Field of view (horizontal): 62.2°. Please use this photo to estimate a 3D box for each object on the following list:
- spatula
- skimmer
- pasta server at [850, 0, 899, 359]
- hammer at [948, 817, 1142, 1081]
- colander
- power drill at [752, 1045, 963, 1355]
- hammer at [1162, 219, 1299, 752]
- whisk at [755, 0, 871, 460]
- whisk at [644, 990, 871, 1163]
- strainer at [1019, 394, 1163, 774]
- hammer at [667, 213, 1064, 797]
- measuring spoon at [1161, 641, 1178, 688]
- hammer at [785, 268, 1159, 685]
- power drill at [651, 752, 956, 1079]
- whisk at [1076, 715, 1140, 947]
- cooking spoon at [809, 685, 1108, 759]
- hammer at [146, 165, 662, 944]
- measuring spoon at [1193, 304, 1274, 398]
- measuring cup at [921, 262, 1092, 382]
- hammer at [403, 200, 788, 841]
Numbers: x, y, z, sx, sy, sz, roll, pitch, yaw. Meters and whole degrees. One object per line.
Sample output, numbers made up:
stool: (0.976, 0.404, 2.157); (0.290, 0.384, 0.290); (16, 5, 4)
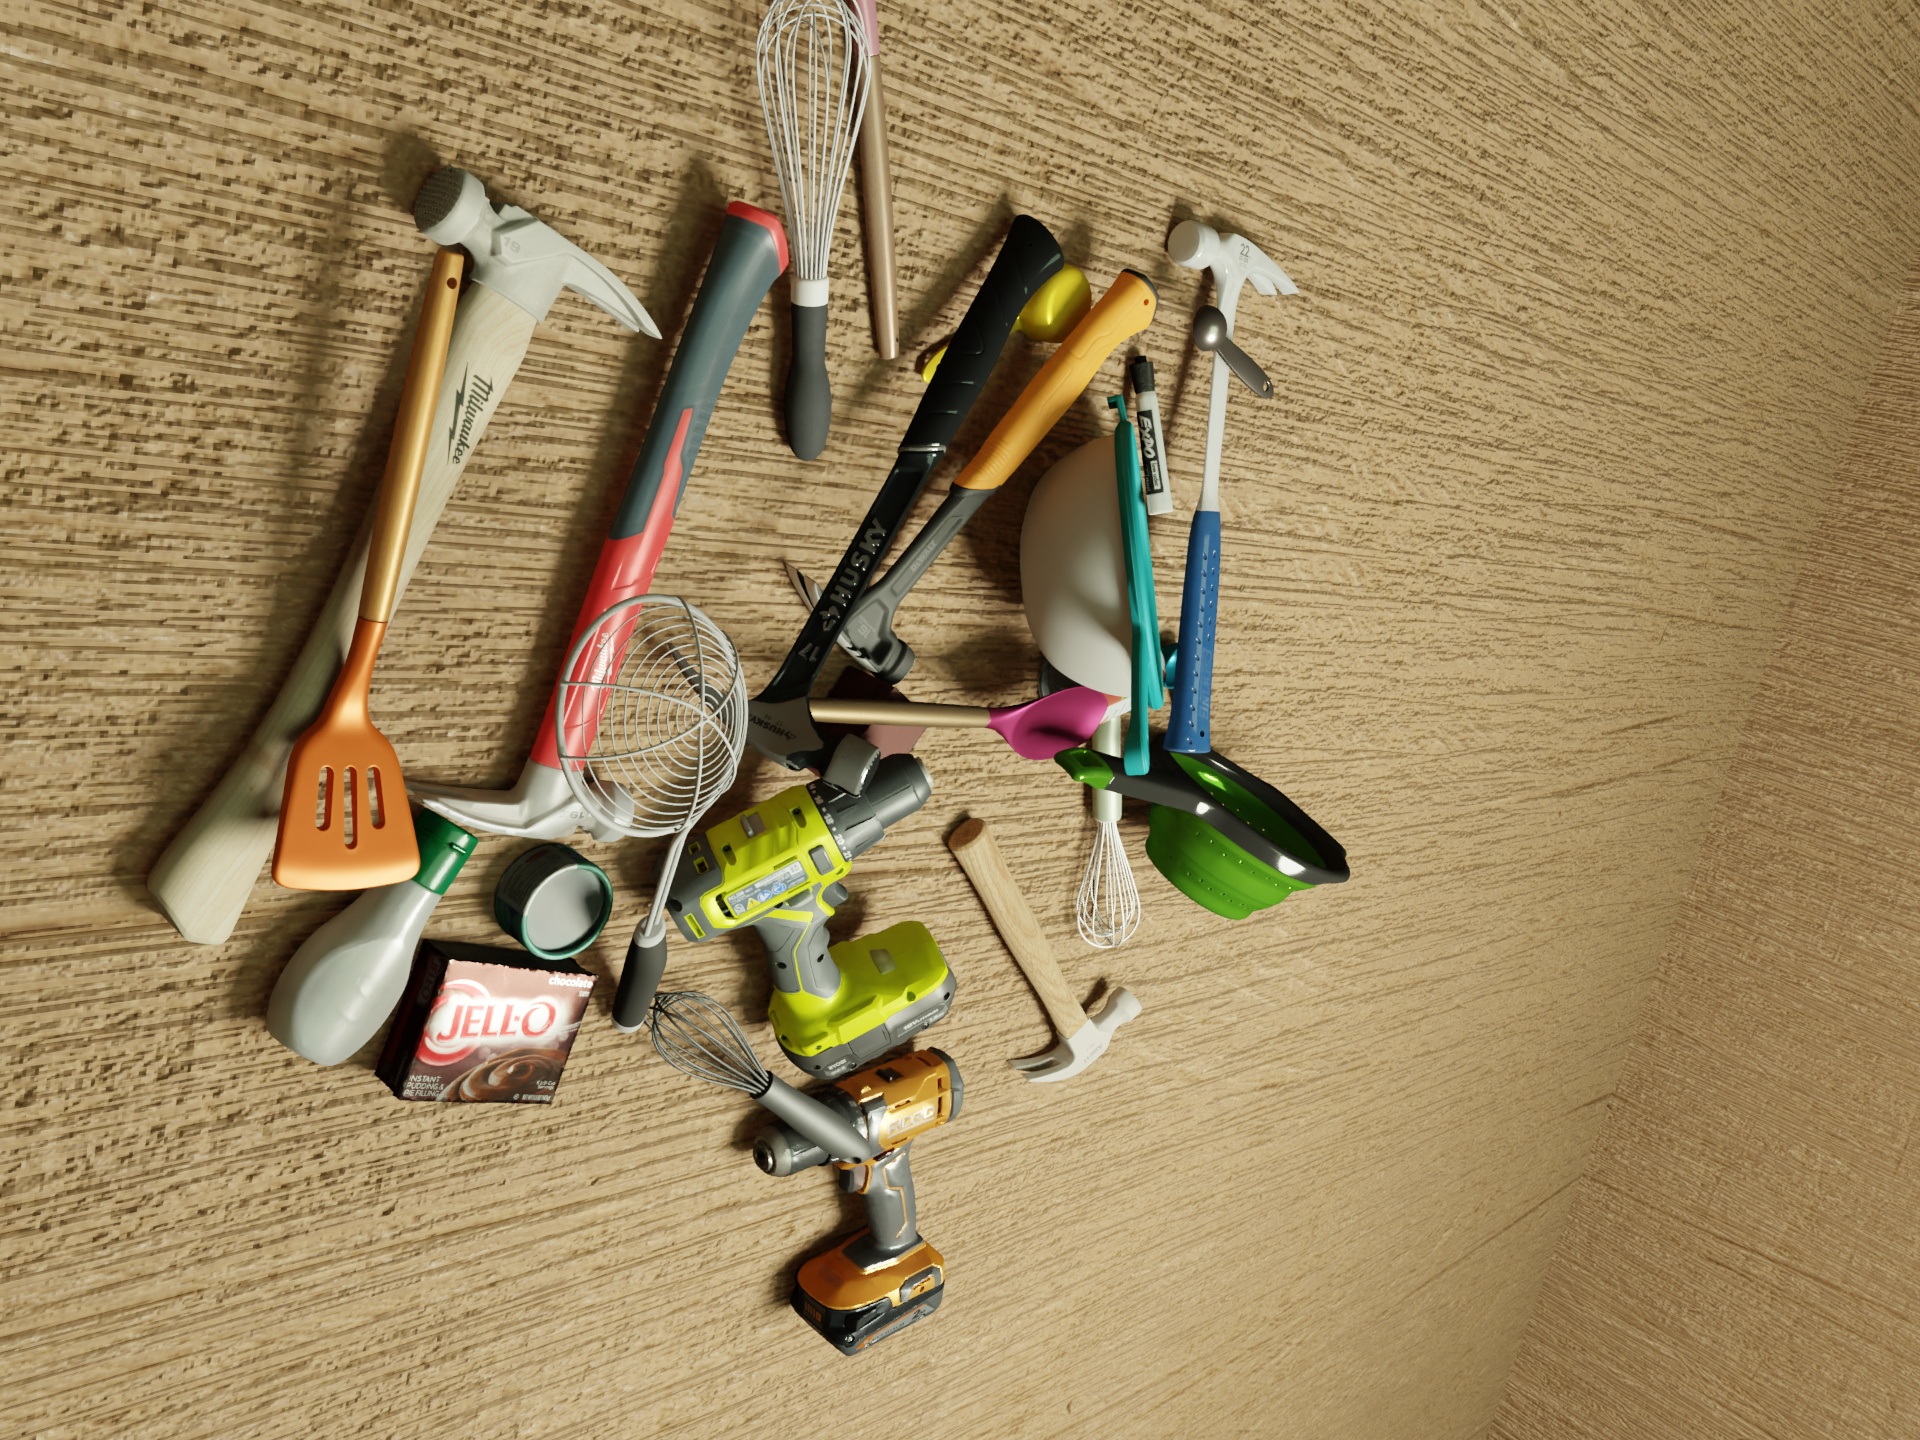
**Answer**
spatula: (-0.283, -0.072, 0.794); (0.081, 0.041, 0.322); (3, 108, -49)
skimmer: (-0.196, 0.076, 0.937); (0.127, 0.090, 0.363); (-45, 168, -39)
pasta server: (-0.047, -0.371, 0.956); (0.060, 0.040, 0.316); (-55, 148, -52)
hammer: (0.060, 0.200, 1.358); (0.130, 0.031, 0.331); (-42, 133, -16)
colander: (0.179, 0.093, 1.324); (0.396, 0.205, 0.094); (15, 114, -51)
power drill: (-0.086, 0.387, 1.269); (0.185, 0.084, 0.226); (-12, 113, -41)
hammer: (0.202, -0.177, 1.266); (0.144, 0.035, 0.405); (-2, 99, -48)
whisk: (-0.088, -0.287, 0.941); (0.070, 0.070, 0.284); (-23, 130, -38)
whisk: (-0.139, 0.258, 1.133); (0.055, 0.055, 0.238); (-54, 126, -13)
strainer: (0.087, -0.070, 1.113); (0.341, 0.095, 0.210); (-82, 163, -53)
hammer: (-0.039, -0.159, 1.027); (0.409, 0.149, 0.036); (-63, 174, -15)
measuring spoon: (0.191, -0.026, 1.408); (0.042, 0.021, 0.128); (-49, 147, -19)
hammer: (0.021, -0.185, 1.099); (0.337, 0.034, 0.127); (-51, 139, -7)
power drill: (-0.085, 0.133, 1.104); (0.190, 0.080, 0.228); (-27, 132, -6)
whisk: (0.127, 0.089, 1.372); (0.059, 0.058, 0.246); (-7, 114, -12)
cooking spoon: (-0.002, -0.004, 1.121); (0.318, 0.017, 0.068); (2, 124, -47)
hammer: (-0.301, -0.071, 0.837); (0.146, 0.038, 0.410); (28, 89, -51)
measuring spoon: (0.216, -0.279, 1.222); (0.124, 0.018, 0.034); (27, 77, -47)
measuring cup: (0.035, -0.269, 1.101); (0.156, 0.029, 0.062); (-38, 133, -30)
hammer: (-0.196, -0.114, 0.916); (0.143, 0.038, 0.386); (13, 101, -48)
